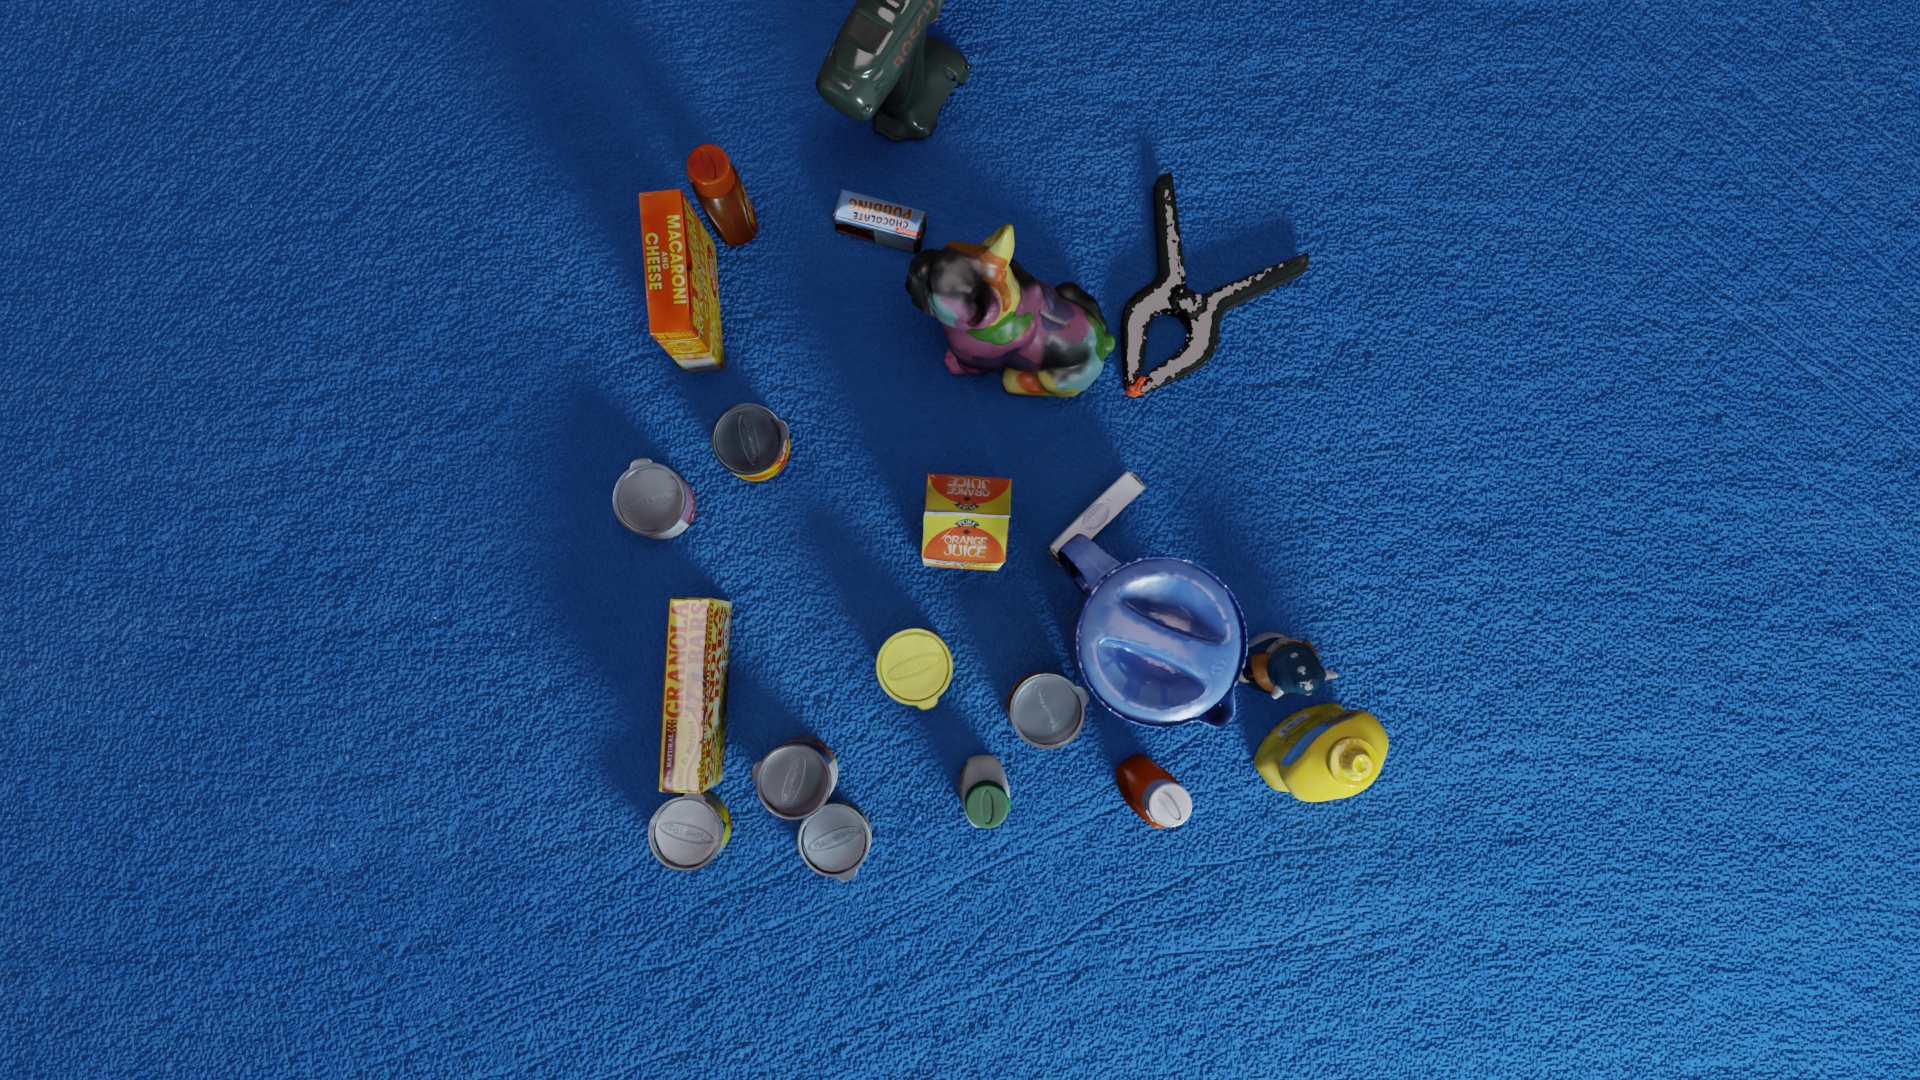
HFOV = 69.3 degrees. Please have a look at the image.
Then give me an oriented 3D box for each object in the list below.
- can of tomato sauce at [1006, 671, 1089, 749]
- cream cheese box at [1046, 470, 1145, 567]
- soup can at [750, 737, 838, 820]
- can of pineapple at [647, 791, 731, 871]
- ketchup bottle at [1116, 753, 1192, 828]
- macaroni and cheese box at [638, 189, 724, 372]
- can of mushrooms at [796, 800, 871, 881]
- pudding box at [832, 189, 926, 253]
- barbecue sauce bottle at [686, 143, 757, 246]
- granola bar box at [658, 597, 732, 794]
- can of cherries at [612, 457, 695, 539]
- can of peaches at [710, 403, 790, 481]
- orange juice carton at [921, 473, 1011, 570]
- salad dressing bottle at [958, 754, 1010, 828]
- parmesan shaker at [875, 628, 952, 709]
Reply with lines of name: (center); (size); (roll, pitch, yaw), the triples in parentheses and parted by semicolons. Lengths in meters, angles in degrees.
can of tomato sauce: (0.077, 0.151, 1.253); (0.071, 0.083, 0.071); (0, 86, -1)
cream cheese box: (0.123, -0.019, 1.283); (0.104, 0.053, 0.024); (-44, 88, -4)
soup can: (-0.148, 0.211, 1.244); (0.071, 0.083, 0.071); (0, 86, -1)
can of pineapple: (-0.242, 0.259, 1.251); (0.071, 0.058, 0.071); (0, 86, -1)
ketchup bottle: (0.171, 0.224, 1.216); (0.043, 0.148, 0.065); (-31, 87, -3)
macaroni and cheese box: (-0.245, -0.227, 1.235); (0.040, 0.166, 0.123); (-5, 86, -1)
can of mushrooms: (-0.113, 0.273, 1.265); (0.071, 0.033, 0.071); (0, 86, -1)
pudding box: (-0.075, -0.299, 1.303); (0.084, 0.049, 0.030); (15, 86, 0)
barbecue sauce bottle: (-0.216, -0.314, 1.252); (0.044, 0.148, 0.065); (-22, 87, -2)
granola bar box: (-0.234, 0.134, 1.228); (0.039, 0.124, 0.165); (2, 86, -1)
can of cherries: (-0.280, -0.038, 1.274); (0.071, 0.058, 0.071); (0, 86, -1)
can of peaches: (-0.190, -0.090, 1.280); (0.071, 0.058, 0.071); (0, 86, -1)
orange juice carton: (0.004, -0.015, 1.210); (0.072, 0.192, 0.073); (4, 86, -1)
salad dressing bottle: (0.021, 0.223, 1.214); (0.044, 0.147, 0.064); (-2, 86, -1)
parmesan shaker: (-0.040, 0.114, 1.244); (0.071, 0.103, 0.071); (0, 86, -1)
